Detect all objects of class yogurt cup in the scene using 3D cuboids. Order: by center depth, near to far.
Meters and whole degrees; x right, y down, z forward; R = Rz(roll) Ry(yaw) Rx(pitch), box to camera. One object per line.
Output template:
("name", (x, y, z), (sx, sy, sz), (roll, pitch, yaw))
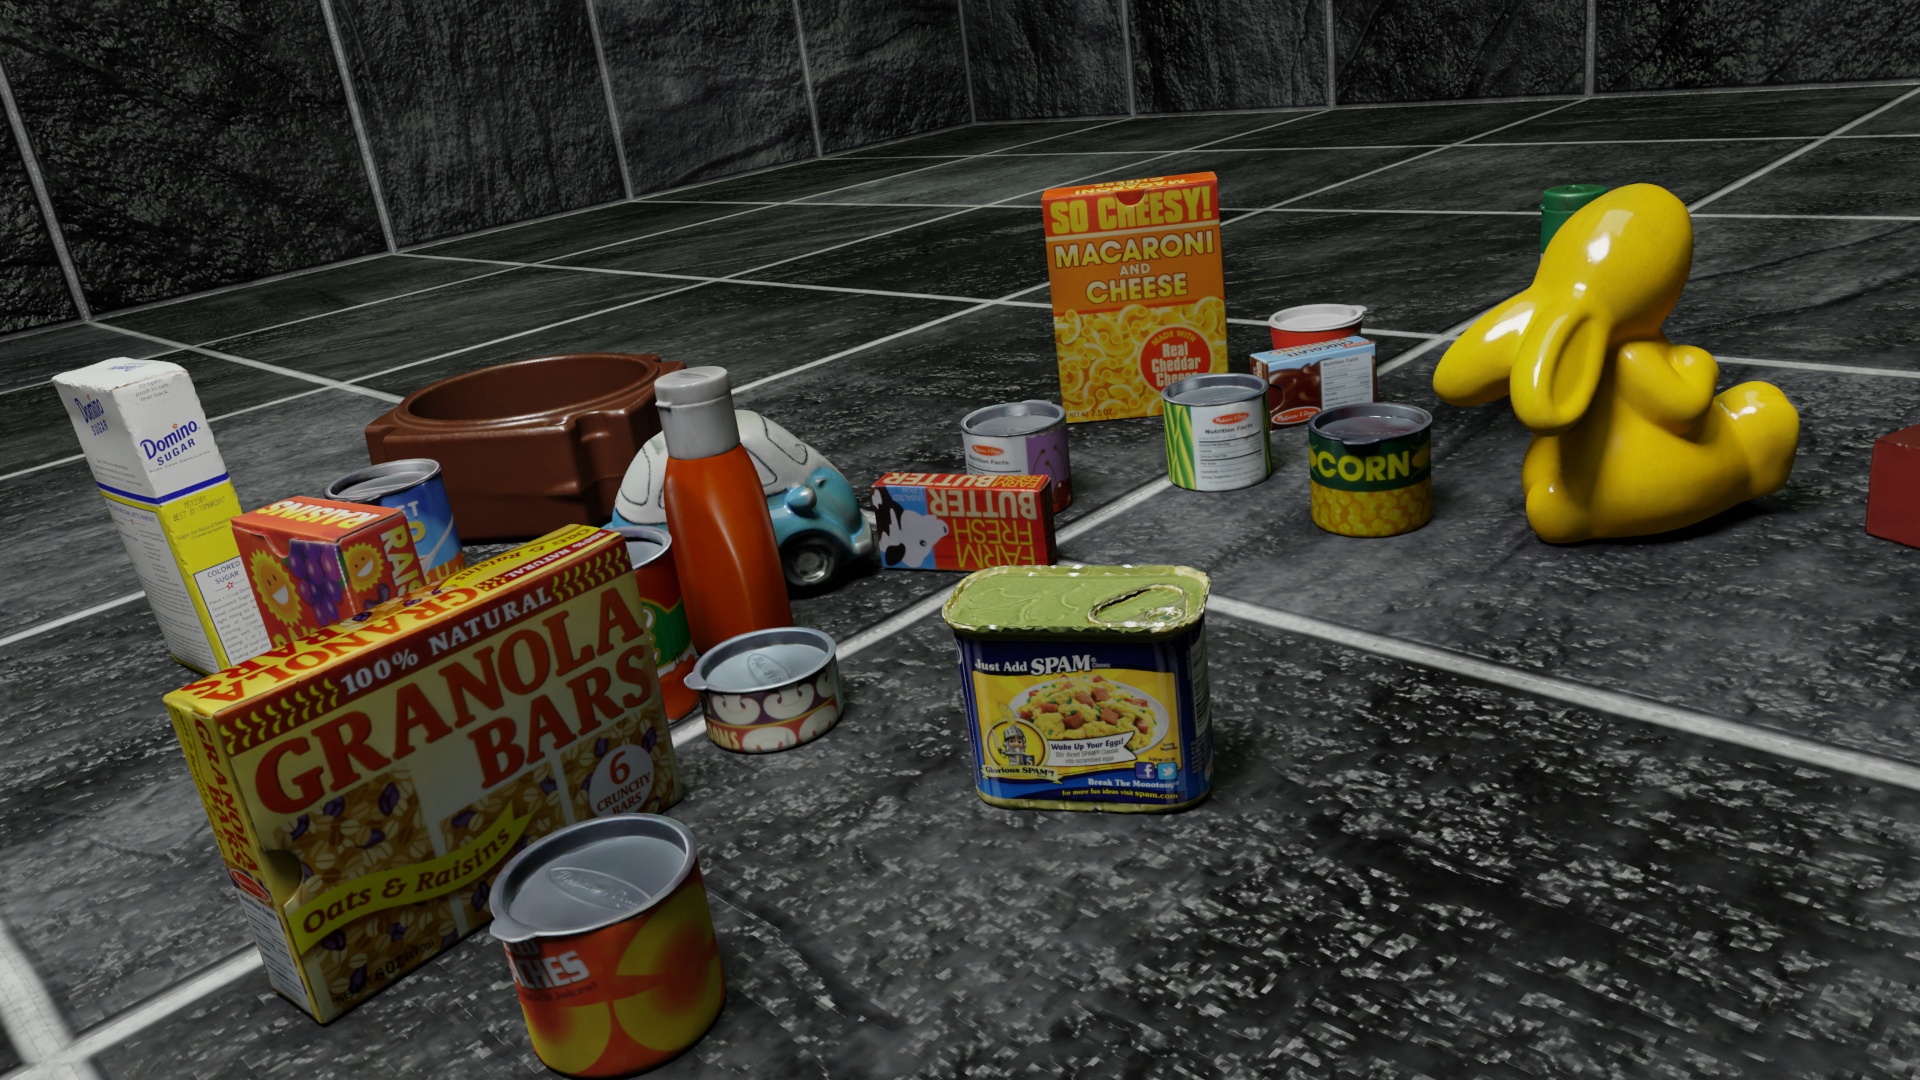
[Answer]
("yogurt cup", (0.264, -0.141, 1.027), (0.072, 0.053, 0.072), (-7, 21, 3))

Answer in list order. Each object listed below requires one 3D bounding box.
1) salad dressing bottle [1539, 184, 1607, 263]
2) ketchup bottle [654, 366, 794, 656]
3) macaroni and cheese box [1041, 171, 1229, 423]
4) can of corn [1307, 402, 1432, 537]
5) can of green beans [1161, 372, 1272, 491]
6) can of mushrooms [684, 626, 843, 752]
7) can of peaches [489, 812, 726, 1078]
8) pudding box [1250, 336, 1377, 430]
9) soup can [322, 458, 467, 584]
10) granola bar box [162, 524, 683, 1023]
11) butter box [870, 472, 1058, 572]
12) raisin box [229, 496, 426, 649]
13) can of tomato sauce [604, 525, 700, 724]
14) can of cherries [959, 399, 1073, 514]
("salad dressing bottle", (0.382, -0.146, 0.869), (0.044, 0.147, 0.064), (-1, 22, 18))
("ketchup bottle", (-0.123, -0.012, 0.702), (0.065, 0.148, 0.044), (13, 29, 43))
("macaroni and cheese box", (0.128, -0.173, 1.000), (0.124, 0.165, 0.040), (-5, 21, 8))
("can of corn", (0.228, -0.039, 0.774), (0.071, 0.058, 0.071), (-7, 21, 3))
("can of green beans", (0.161, -0.068, 0.872), (0.071, 0.057, 0.071), (-7, 21, 3))
("can of mushrooms", (-0.090, 0.069, 0.643), (0.071, 0.033, 0.071), (-7, 21, 3))
("can of peaches", (-0.116, 0.133, 0.456), (0.071, 0.057, 0.071), (-7, 21, 3))
("pudding box", (0.244, -0.110, 0.960), (0.084, 0.049, 0.030), (-12, 21, -10))
("soup can", (-0.335, 0.002, 0.829), (0.071, 0.083, 0.071), (-7, 21, 3))
("granola bar box", (-0.189, 0.080, 0.525), (0.039, 0.123, 0.166), (10, 27, 39))
("butter box", (0.003, -0.010, 0.785), (0.103, 0.053, 0.024), (2, 23, 23))
("raisin box", (-0.284, 0.045, 0.649), (0.086, 0.123, 0.040), (7, 25, 34))
("can of tomato sauce", (-0.164, 0.044, 0.664), (0.071, 0.082, 0.071), (-7, 21, 3))
("can of cherries", (0.038, -0.050, 0.869), (0.071, 0.058, 0.072), (-7, 21, 3))
